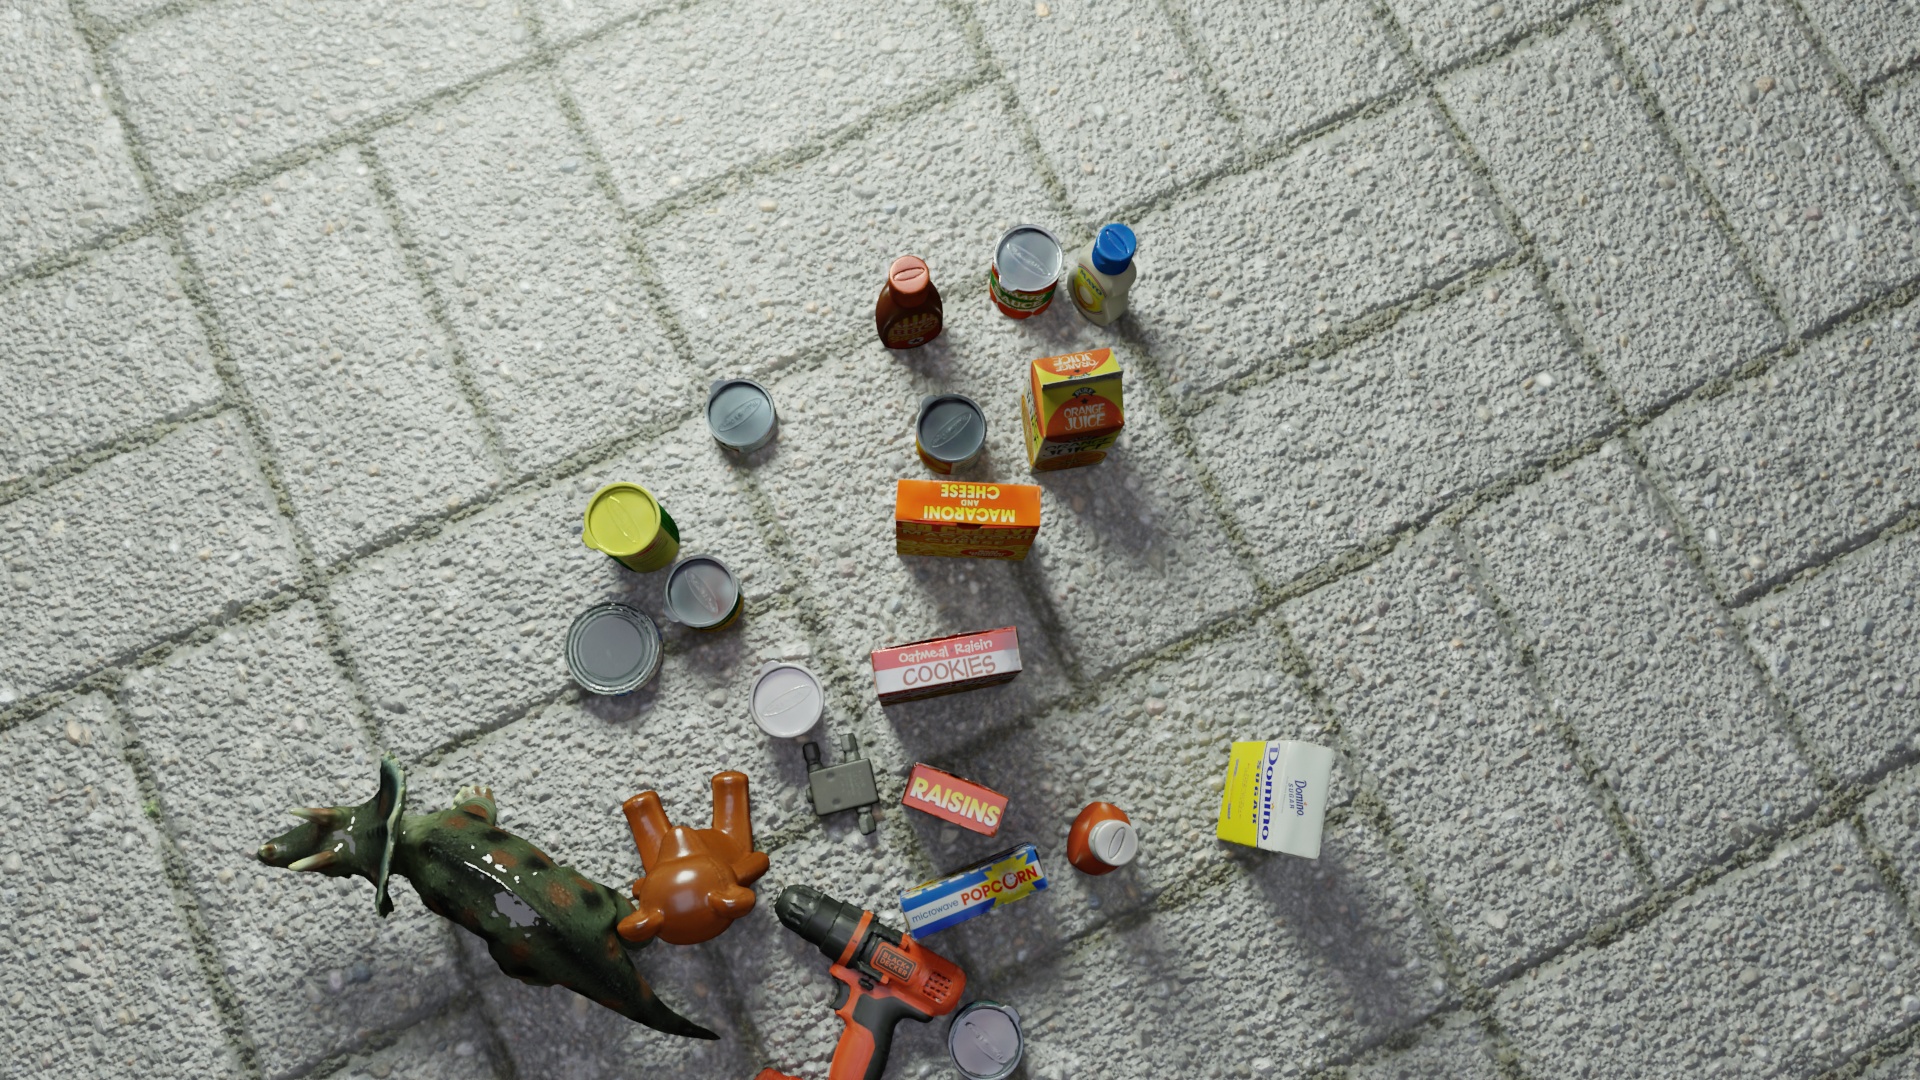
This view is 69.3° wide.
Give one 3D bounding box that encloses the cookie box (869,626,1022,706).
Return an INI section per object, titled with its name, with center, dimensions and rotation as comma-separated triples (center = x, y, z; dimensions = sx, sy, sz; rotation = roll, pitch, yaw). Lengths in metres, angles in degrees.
[cookie box]
center = -0.014, 0.111, 1.213
dimensions = 0.123, 0.167, 0.040
rotation = -10, 80, -4

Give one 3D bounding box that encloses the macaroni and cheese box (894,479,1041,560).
[macaroni and cheese box]
center = 0.004, -0.016, 1.238
dimensions = 0.124, 0.166, 0.040
rotation = 3, 80, -2

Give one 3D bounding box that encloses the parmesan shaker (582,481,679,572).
[parmesan shaker]
center = -0.298, -0.009, 1.257
dimensions = 0.071, 0.103, 0.071
rotation = 0, 80, -2

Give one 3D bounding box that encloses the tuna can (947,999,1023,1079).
[tuna can]
center = 0.023, 0.437, 1.221
dimensions = 0.071, 0.032, 0.071
rotation = 0, 79, -2

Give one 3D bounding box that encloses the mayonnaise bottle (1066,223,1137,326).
[mayonnaise bottle]
center = 0.135, -0.251, 1.297
dimensions = 0.041, 0.148, 0.065
rotation = -39, 83, -8

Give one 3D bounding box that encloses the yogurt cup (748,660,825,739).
[yogurt cup]
center = -0.155, 0.147, 1.258
dimensions = 0.072, 0.054, 0.072
rotation = 0, 80, -2

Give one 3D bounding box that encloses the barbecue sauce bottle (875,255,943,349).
[barbecue sauce bottle]
center = -0.048, -0.220, 1.284
dimensions = 0.065, 0.148, 0.044
rotation = -16, 81, -5

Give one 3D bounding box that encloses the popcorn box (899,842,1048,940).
[popcorn box]
center = 0.010, 0.306, 1.219
dimensions = 0.127, 0.085, 0.038
rotation = -20, 81, -6

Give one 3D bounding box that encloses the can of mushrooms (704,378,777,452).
[can of mushrooms]
center = -0.209, -0.120, 1.317
dimensions = 0.071, 0.033, 0.071
rotation = 0, 79, -2

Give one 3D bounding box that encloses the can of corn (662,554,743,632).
[can of corn]
center = -0.236, 0.051, 1.271
dimensions = 0.071, 0.058, 0.071
rotation = 0, 80, -2

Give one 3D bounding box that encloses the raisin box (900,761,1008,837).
[raisin box]
center = -0.006, 0.226, 1.214
dimensions = 0.086, 0.123, 0.040
rotation = 21, 80, 2

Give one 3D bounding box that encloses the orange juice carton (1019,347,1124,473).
[orange juice carton]
center = 0.099, -0.119, 1.248
dimensions = 0.072, 0.192, 0.073
rotation = -9, 80, -4

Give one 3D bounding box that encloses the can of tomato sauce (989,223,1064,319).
[can of tomato sauce]
center = 0.061, -0.254, 1.327
dimensions = 0.071, 0.083, 0.071
rotation = 0, 80, -2

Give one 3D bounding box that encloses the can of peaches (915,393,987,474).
[can of peaches]
center = -0.011, -0.101, 1.309
dimensions = 0.071, 0.058, 0.071
rotation = 0, 80, -2

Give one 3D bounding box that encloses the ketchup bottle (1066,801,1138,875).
[ketchup bottle]
center = 0.123, 0.259, 1.200
dimensions = 0.043, 0.148, 0.065
rotation = 24, 80, 2
